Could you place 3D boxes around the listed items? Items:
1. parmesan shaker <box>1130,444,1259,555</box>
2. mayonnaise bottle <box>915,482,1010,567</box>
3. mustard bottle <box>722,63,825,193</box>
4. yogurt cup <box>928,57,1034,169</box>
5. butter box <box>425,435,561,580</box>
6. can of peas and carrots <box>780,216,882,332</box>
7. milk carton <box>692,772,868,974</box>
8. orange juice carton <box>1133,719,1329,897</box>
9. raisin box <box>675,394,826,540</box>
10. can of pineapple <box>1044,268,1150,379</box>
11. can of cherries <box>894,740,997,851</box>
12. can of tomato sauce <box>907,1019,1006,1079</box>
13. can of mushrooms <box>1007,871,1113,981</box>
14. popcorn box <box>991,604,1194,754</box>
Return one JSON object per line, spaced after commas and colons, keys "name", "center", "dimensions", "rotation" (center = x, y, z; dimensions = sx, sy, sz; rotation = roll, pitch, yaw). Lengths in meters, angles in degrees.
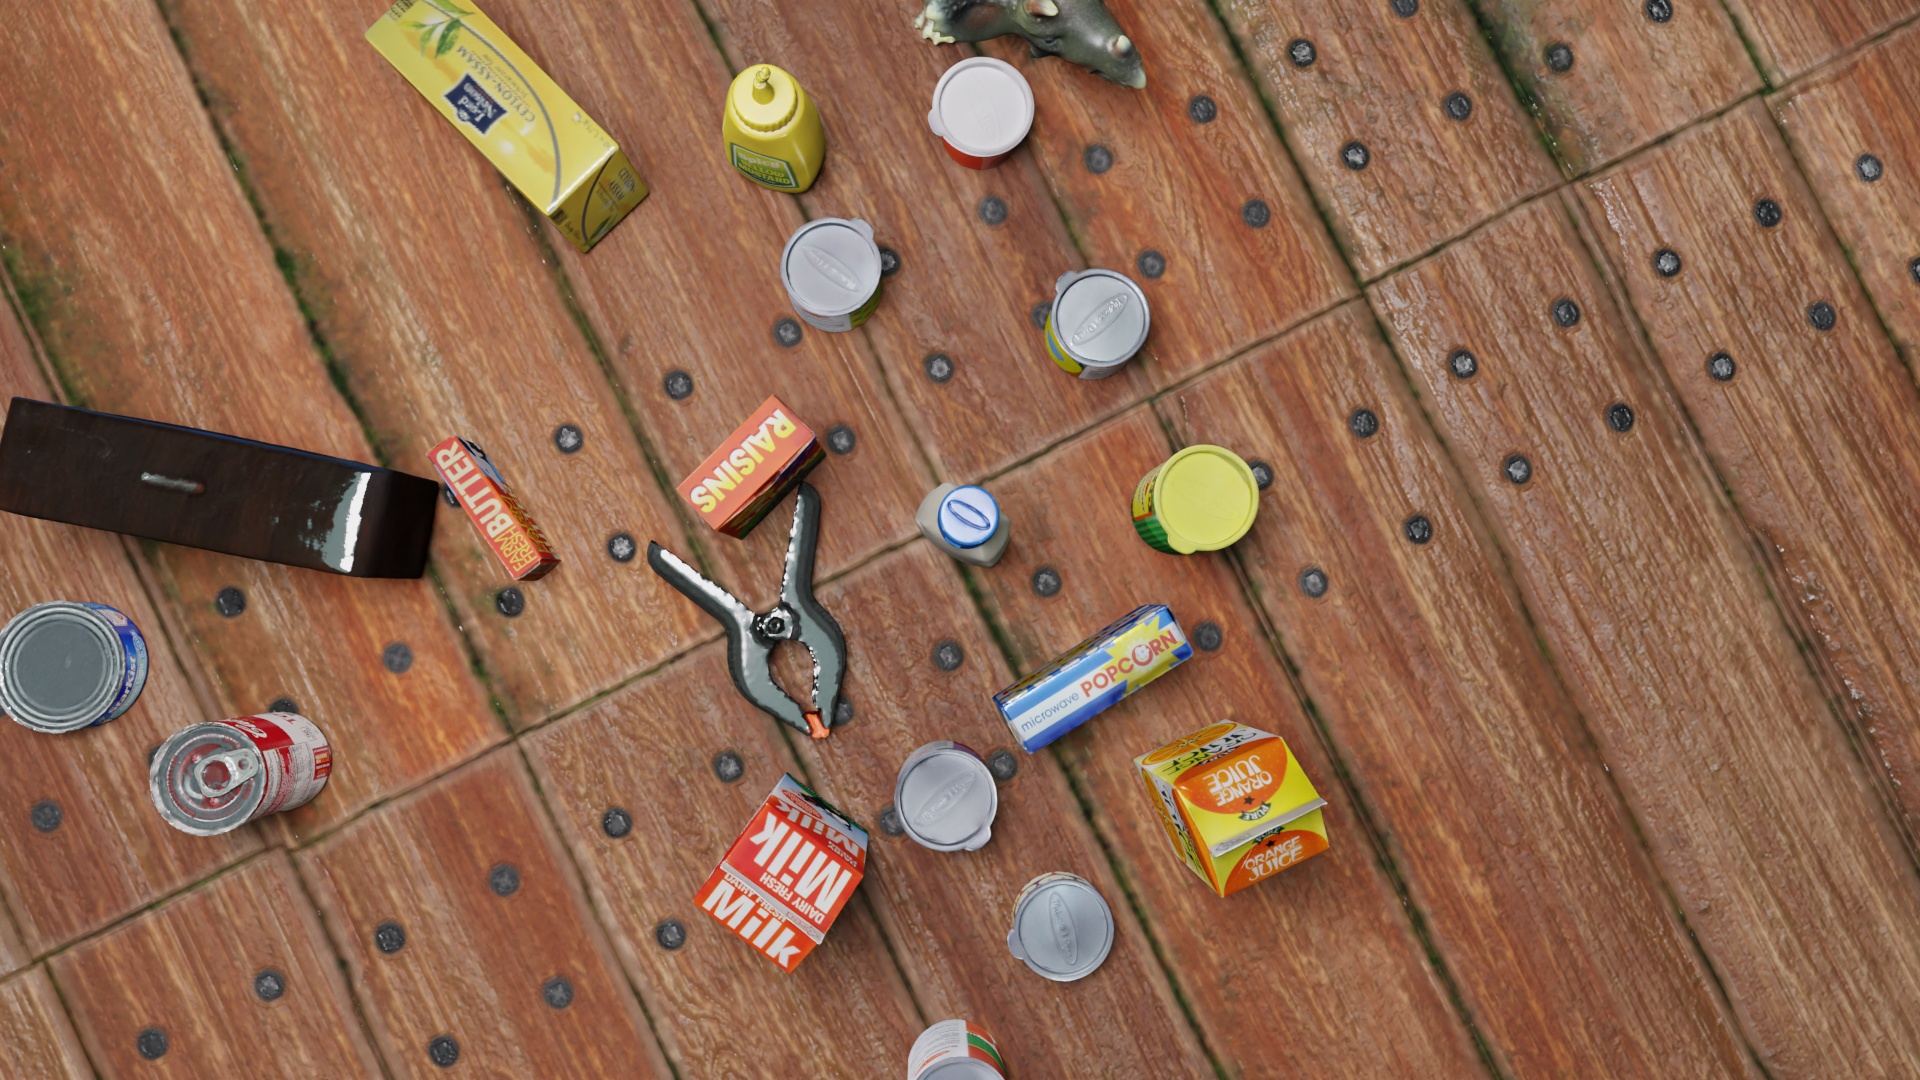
{"name": "parmesan shaker", "center": [0.150, -0.022, 0.915], "dimensions": [0.071, 0.103, 0.071], "rotation": [0, 87, -2]}
{"name": "mayonnaise bottle", "center": [0.003, -0.011, 0.886], "dimensions": [0.065, 0.148, 0.041], "rotation": [31, 86, 0]}
{"name": "mustard bottle", "center": [-0.123, -0.268, 0.891], "dimensions": [0.065, 0.160, 0.049], "rotation": [18, 87, -1]}
{"name": "yogurt cup", "center": [0.014, -0.289, 0.951], "dimensions": [0.072, 0.054, 0.072], "rotation": [0, 87, -2]}
{"name": "butter box", "center": [-0.309, -0.020, 0.922], "dimensions": [0.024, 0.053, 0.103], "rotation": [-36, 88, -3]}
{"name": "can of peas and carrots", "center": [-0.084, -0.180, 0.938], "dimensions": [0.071, 0.058, 0.071], "rotation": [0, 87, -2]}
{"name": "milk carton", "center": [-0.107, 0.202, 0.847], "dimensions": [0.072, 0.190, 0.073], "rotation": [37, 86, 0]}
{"name": "orange juice carton", "center": [0.168, 0.164, 0.859], "dimensions": [0.072, 0.192, 0.073], "rotation": [-23, 88, -3]}
{"name": "raisin box", "center": [-0.132, -0.044, 0.895], "dimensions": [0.086, 0.123, 0.040], "rotation": [-44, 89, -4]}
{"name": "can of pineapple", "center": [0.091, -0.147, 0.943], "dimensions": [0.071, 0.058, 0.071], "rotation": [0, 87, -2]}
{"name": "can of cherries", "center": [-0.009, 0.170, 0.919], "dimensions": [0.071, 0.058, 0.071], "rotation": [0, 87, -2]}
{"name": "can of tomato sauce", "center": [-0.001, 0.355, 0.895], "dimensions": [0.071, 0.083, 0.071], "rotation": [0, 87, -2]}
{"name": "can of mushrooms", "center": [0.065, 0.257, 0.929], "dimensions": [0.071, 0.033, 0.071], "rotation": [0, 86, -2]}
{"name": "popcorn box", "center": [0.084, 0.089, 0.914], "dimensions": [0.127, 0.085, 0.038], "rotation": [-31, 88, -4]}
